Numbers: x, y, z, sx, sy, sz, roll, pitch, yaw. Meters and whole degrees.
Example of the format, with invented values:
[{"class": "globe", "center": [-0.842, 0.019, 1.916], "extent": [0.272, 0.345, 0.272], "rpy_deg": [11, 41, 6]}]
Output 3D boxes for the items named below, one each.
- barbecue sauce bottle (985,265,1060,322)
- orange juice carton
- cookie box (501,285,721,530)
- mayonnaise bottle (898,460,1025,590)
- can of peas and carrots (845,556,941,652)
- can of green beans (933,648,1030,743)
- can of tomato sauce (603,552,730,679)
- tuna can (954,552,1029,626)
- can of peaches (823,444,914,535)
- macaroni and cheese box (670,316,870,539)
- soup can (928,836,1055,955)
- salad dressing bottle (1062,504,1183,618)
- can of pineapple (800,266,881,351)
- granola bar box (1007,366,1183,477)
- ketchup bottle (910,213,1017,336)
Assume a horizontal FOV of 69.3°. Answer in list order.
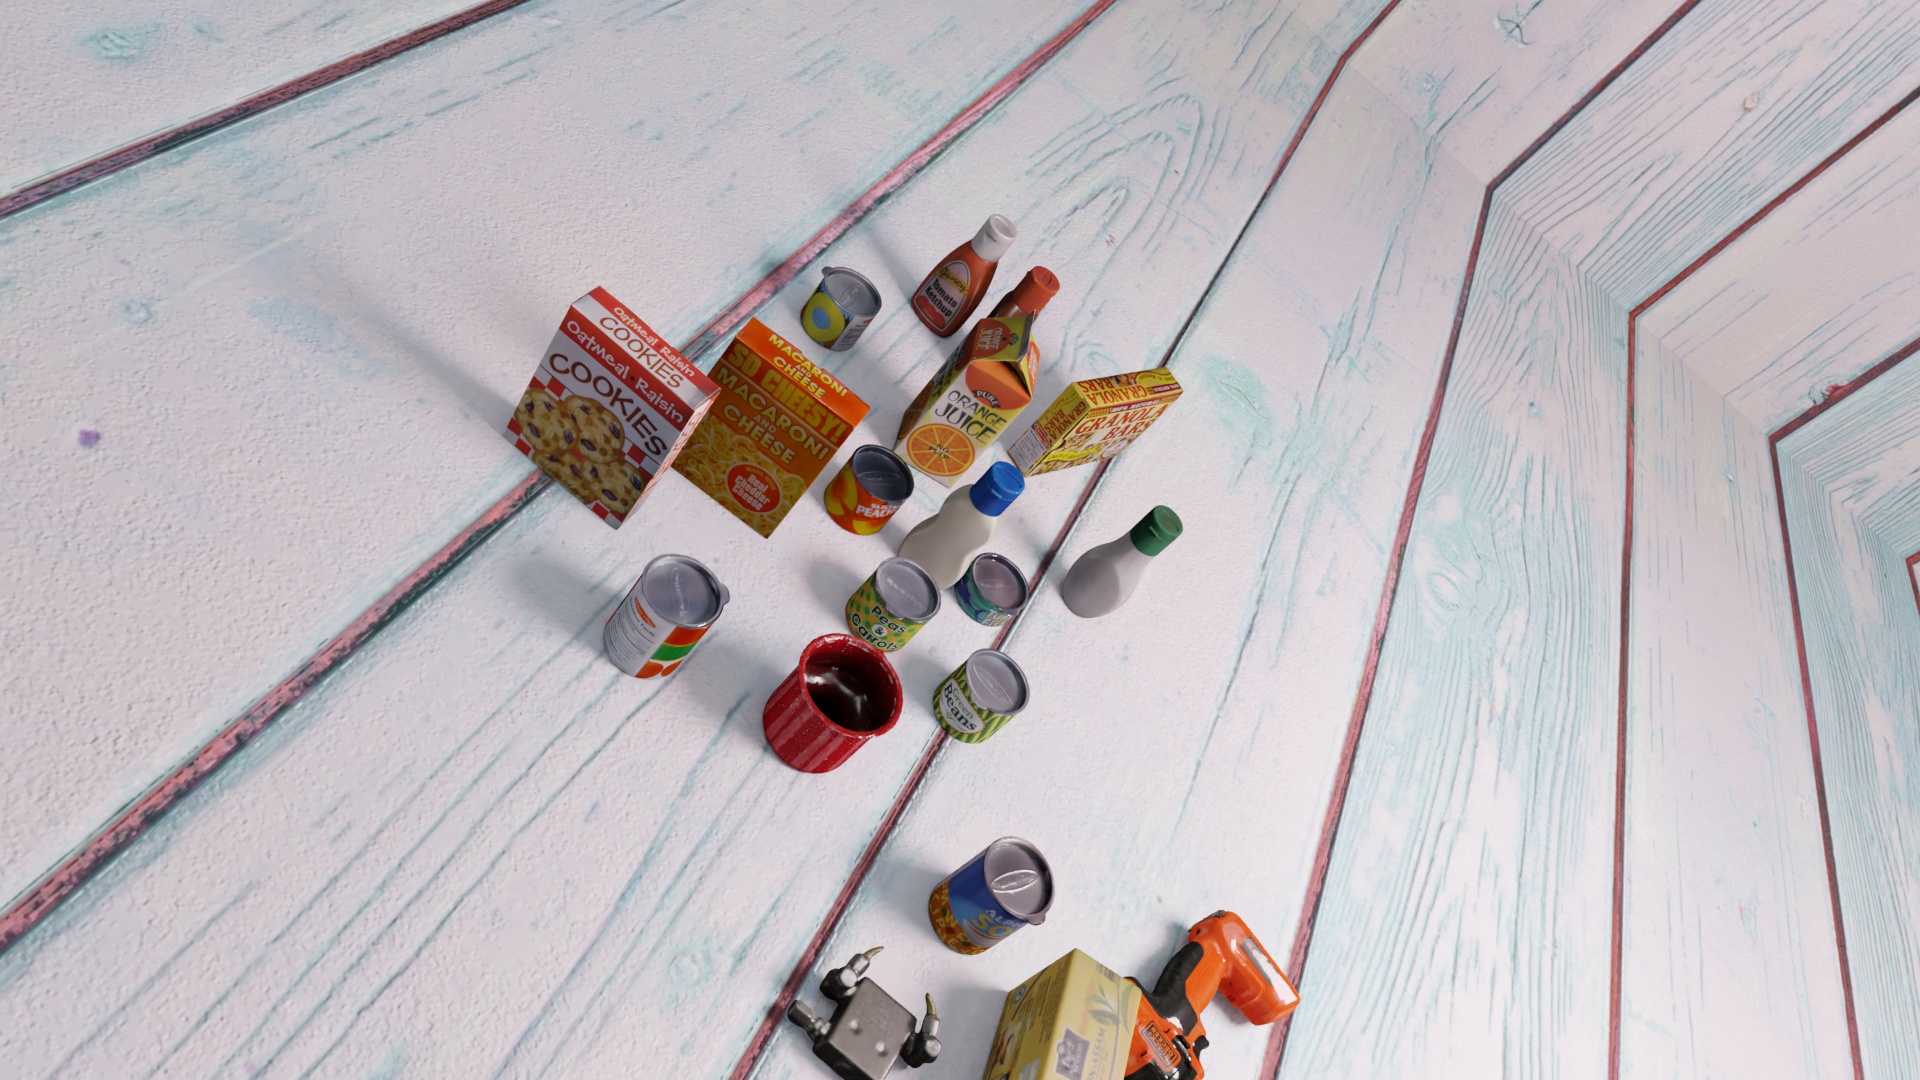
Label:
[{"class": "barbecue sauce bottle", "center": [0.050, -0.232, 1.484], "extent": [0.043, 0.147, 0.065], "rpy_deg": [36, 41, -10]}, {"class": "orange juice carton", "center": [0.016, -0.143, 1.349], "extent": [0.073, 0.191, 0.072], "rpy_deg": [30, 43, -16]}, {"class": "cookie box", "center": [-0.278, -0.102, 1.099], "extent": [0.123, 0.166, 0.040], "rpy_deg": [41, 41, -4]}, {"class": "mayonnaise bottle", "center": [0.005, -0.016, 1.267], "extent": [0.065, 0.147, 0.041], "rpy_deg": [40, 41, -5]}, {"class": "can of peas and carrots", "center": [-0.060, 0.059, 1.221], "extent": [0.071, 0.058, 0.071], "rpy_deg": [22, 45, -24]}, {"class": "can of green beans", "center": [0.018, 0.137, 1.218], "extent": [0.071, 0.057, 0.071], "rpy_deg": [22, 45, -24]}, {"class": "can of tomato sauce", "center": [-0.227, 0.059, 1.068], "extent": [0.071, 0.082, 0.071], "rpy_deg": [22, 45, -24]}, {"class": "tuna can", "center": [0.031, 0.049, 1.321], "extent": [0.071, 0.032, 0.071], "rpy_deg": [22, 45, -24]}, {"class": "can of peaches", "center": [-0.085, -0.044, 1.288], "extent": [0.071, 0.057, 0.071], "rpy_deg": [22, 45, -24]}, {"class": "macaroni and cheese box", "center": [-0.169, -0.093, 1.179], "extent": [0.123, 0.165, 0.040], "rpy_deg": [38, 41, -7]}, {"class": "soup can", "center": [0.024, 0.281, 1.083], "extent": [0.071, 0.083, 0.072], "rpy_deg": [22, 45, -24]}, {"class": "salad dressing bottle", "center": [0.159, 0.021, 1.360], "extent": [0.064, 0.147, 0.044], "rpy_deg": [52, 41, 10]}, {"class": "can of pineapple", "center": [-0.124, -0.238, 1.420], "extent": [0.071, 0.057, 0.071], "rpy_deg": [22, 45, -24]}, {"class": "granola bar box", "center": [0.147, -0.128, 1.493], "extent": [0.166, 0.123, 0.039], "rpy_deg": [-15, 67, -45]}, {"class": "ketchup bottle", "center": [0.007, -0.289, 1.498], "extent": [0.065, 0.148, 0.044], "rpy_deg": [49, 41, 6]}]
